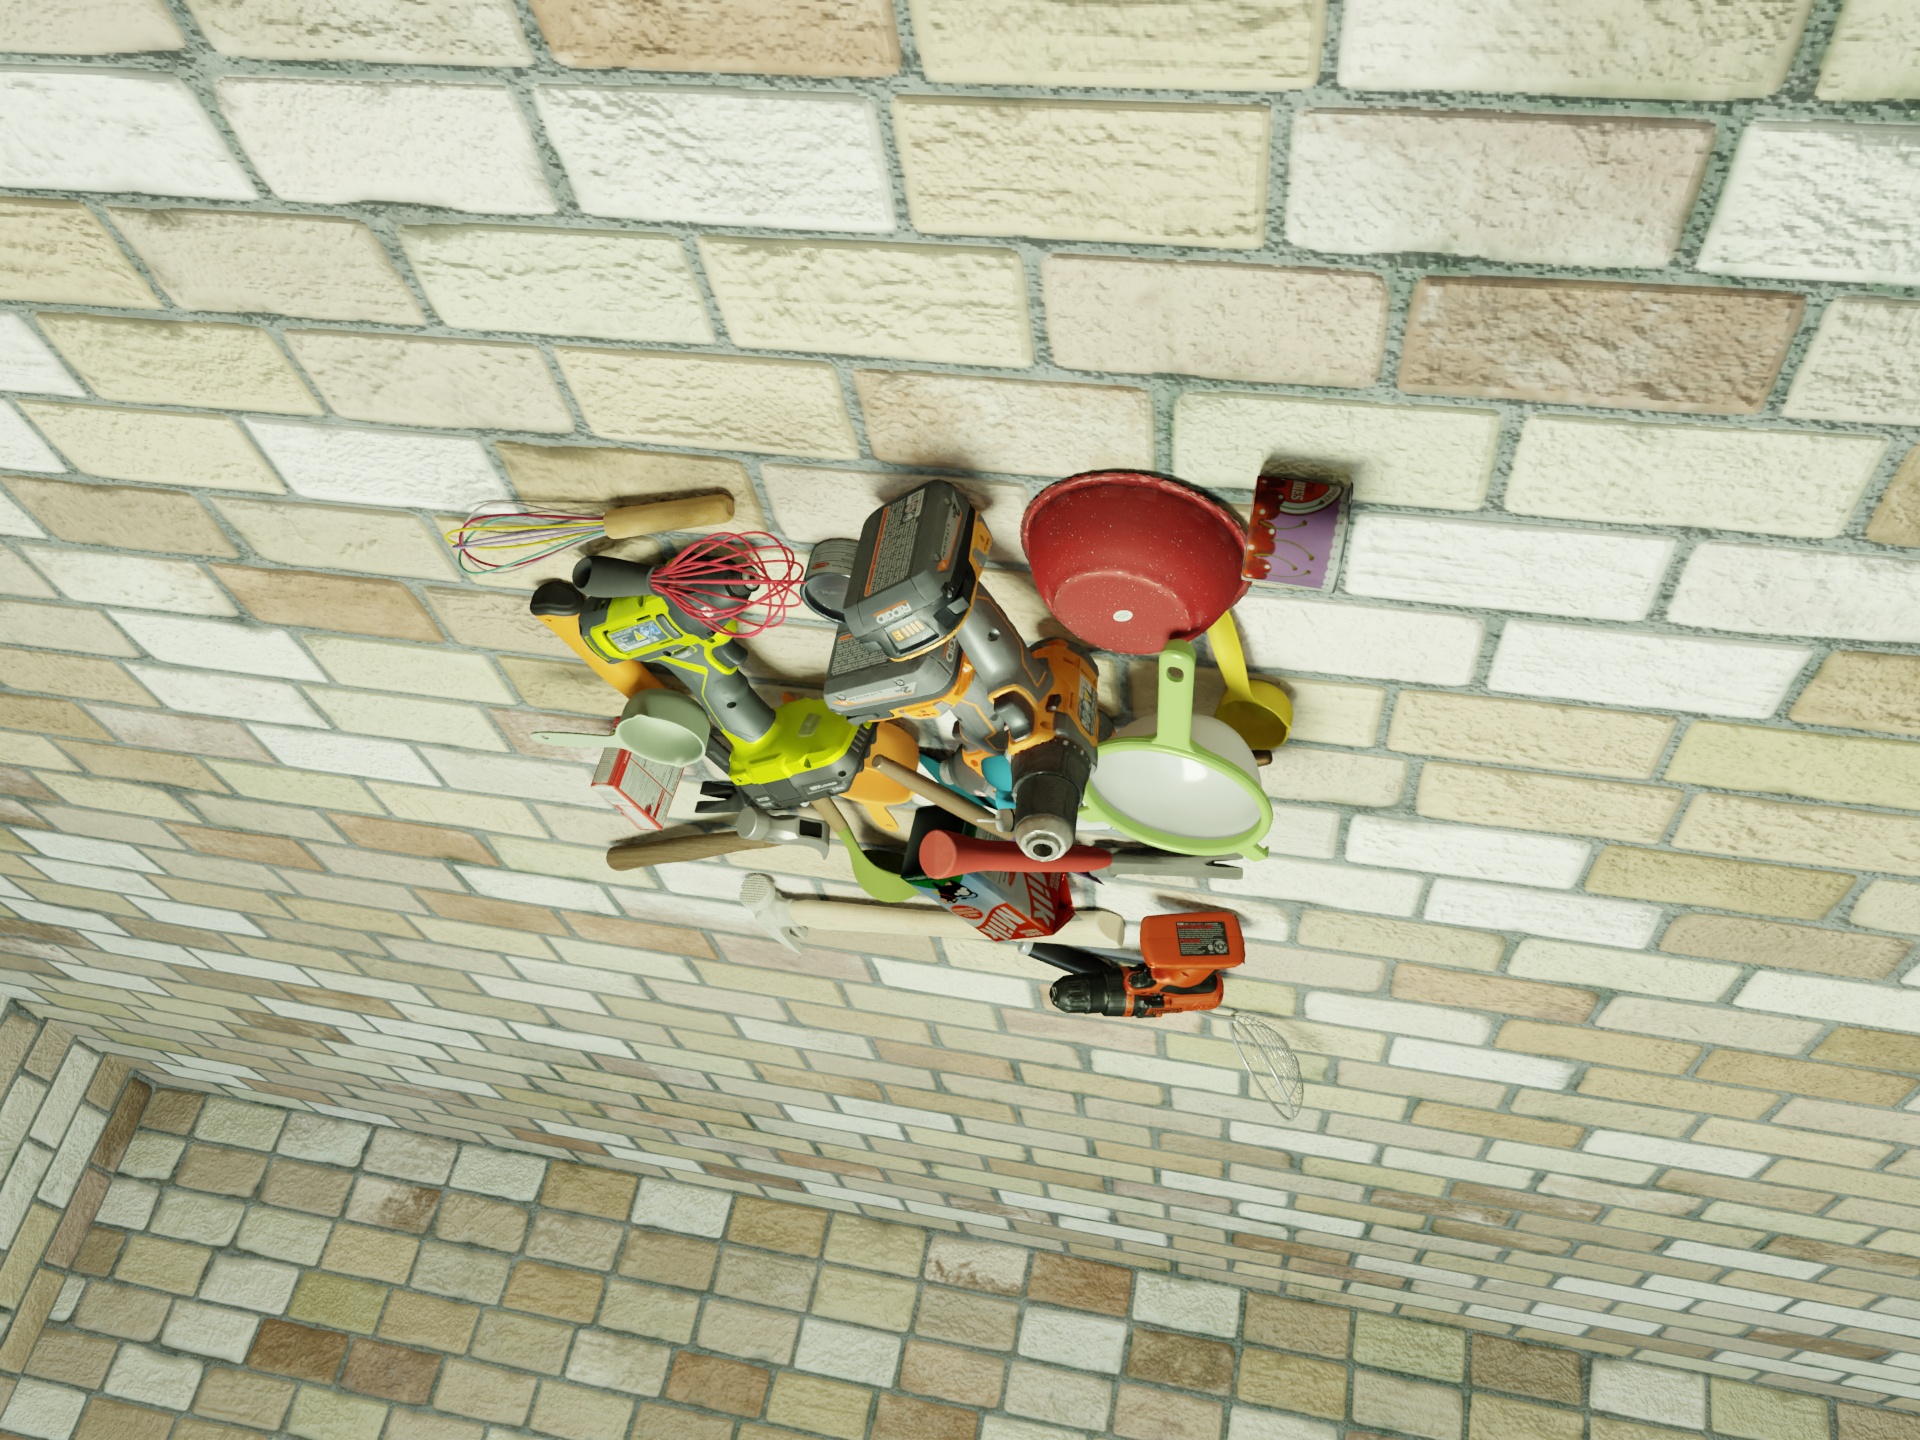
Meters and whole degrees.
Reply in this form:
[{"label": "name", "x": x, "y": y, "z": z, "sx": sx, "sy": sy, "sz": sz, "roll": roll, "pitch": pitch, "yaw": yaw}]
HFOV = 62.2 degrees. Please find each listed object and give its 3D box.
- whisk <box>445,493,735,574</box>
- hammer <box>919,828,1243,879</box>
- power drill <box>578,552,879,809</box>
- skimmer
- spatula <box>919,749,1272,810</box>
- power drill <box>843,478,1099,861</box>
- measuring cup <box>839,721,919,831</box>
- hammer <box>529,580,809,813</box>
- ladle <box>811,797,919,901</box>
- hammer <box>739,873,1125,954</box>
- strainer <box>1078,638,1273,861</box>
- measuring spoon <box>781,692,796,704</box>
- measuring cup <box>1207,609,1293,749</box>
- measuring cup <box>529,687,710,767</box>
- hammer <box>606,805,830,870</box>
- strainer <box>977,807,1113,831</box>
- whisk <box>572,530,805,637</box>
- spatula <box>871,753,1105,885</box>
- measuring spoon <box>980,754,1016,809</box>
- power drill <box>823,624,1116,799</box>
[{"label": "whisk", "x": -0.276, "y": -0.141, "z": 1.163, "sx": 0.245, "sy": 0.051, "sz": 0.047, "roll": -4, "pitch": 141, "yaw": 23}, {"label": "hammer", "x": 0.093, "y": 0.113, "z": 1.303, "sx": 0.149, "sy": 0.037, "sz": 0.358, "roll": -3, "pitch": 173, "yaw": 34}, {"label": "power drill", "x": -0.171, "y": -0.034, "z": 1.249, "sx": 0.171, "sy": 0.080, "sz": 0.223, "roll": -13, "pitch": 131, "yaw": 37}, {"label": "skimmer", "x": 0.217, "y": 0.334, "z": 1.733, "sx": 0.363, "sy": 0.090, "sz": 0.127, "roll": 23, "pitch": -179, "yaw": -12}, {"label": "spatula", "x": 0.108, "y": 0.042, "z": 1.341, "sx": 0.317, "sy": 0.044, "sz": 0.082, "roll": -9, "pitch": 143, "yaw": 26}, {"label": "power drill", "x": 0.018, "y": -0.028, "z": 1.073, "sx": 0.084, "sy": 0.186, "sz": 0.226, "roll": -23, "pitch": 127, "yaw": 28}, {"label": "measuring cup", "x": -0.072, "y": 0.049, "z": 1.404, "sx": 0.095, "sy": 0.052, "sz": 0.173, "roll": 7, "pitch": 159, "yaw": 12}, {"label": "hammer", "x": -0.265, "y": -0.012, "z": 1.391, "sx": 0.127, "sy": 0.034, "sz": 0.336, "roll": -5, "pitch": 146, "yaw": 28}, {"label": "ladle", "x": -0.115, "y": 0.073, "z": 1.465, "sx": 0.078, "sy": 0.062, "sz": 0.319, "roll": 21, "pitch": 155, "yaw": 38}, {"label": "hammer", "x": -0.025, "y": 0.219, "z": 1.692, "sx": 0.411, "sy": 0.038, "sz": 0.146, "roll": 1, "pitch": 150, "yaw": 21}, {"label": "strainer", "x": 0.161, "y": 0.006, "z": 1.155, "sx": 0.151, "sy": 0.069, "sz": 0.256, "roll": 12, "pitch": 148, "yaw": 15}, {"label": "measuring spoon", "x": -0.130, "y": 0.009, "z": 1.396, "sx": 0.021, "sy": 0.011, "sz": 0.116, "roll": 18, "pitch": 153, "yaw": 30}, {"label": "measuring cup", "x": 0.205, "y": -0.040, "z": 1.161, "sx": 0.062, "sy": 0.029, "sz": 0.156, "roll": 4, "pitch": 138, "yaw": 31}, {"label": "measuring cup", "x": -0.290, "y": 0.003, "z": 1.354, "sx": 0.167, "sy": 0.038, "sz": 0.083, "roll": 1, "pitch": 147, "yaw": 20}, {"label": "hammer", "x": -0.253, "y": 0.126, "z": 1.606, "sx": 0.130, "sy": 0.031, "sz": 0.331, "roll": 14, "pitch": 162, "yaw": -42}, {"label": "strainer", "x": 0.134, "y": 0.078, "z": 1.308, "sx": 0.258, "sy": 0.050, "sz": 0.087, "roll": 0, "pitch": -177, "yaw": -22}, {"label": "whisk", "x": -0.199, "y": -0.098, "z": 1.113, "sx": 0.073, "sy": 0.073, "sz": 0.296, "roll": 37, "pitch": 162, "yaw": -36}, {"label": "spatula", "x": 0.027, "y": 0.089, "z": 1.401, "sx": 0.315, "sy": 0.018, "sz": 0.060, "roll": 31, "pitch": -176, "yaw": -45}, {"label": "measuring spoon", "x": 0.037, "y": 0.060, "z": 1.260, "sx": 0.042, "sy": 0.021, "sz": 0.128, "roll": 5, "pitch": 157, "yaw": 4}, {"label": "power drill", "x": -0.002, "y": -0.004, "z": 1.249, "sx": 0.164, "sy": 0.084, "sz": 0.226, "roll": -13, "pitch": 146, "yaw": 38}]
